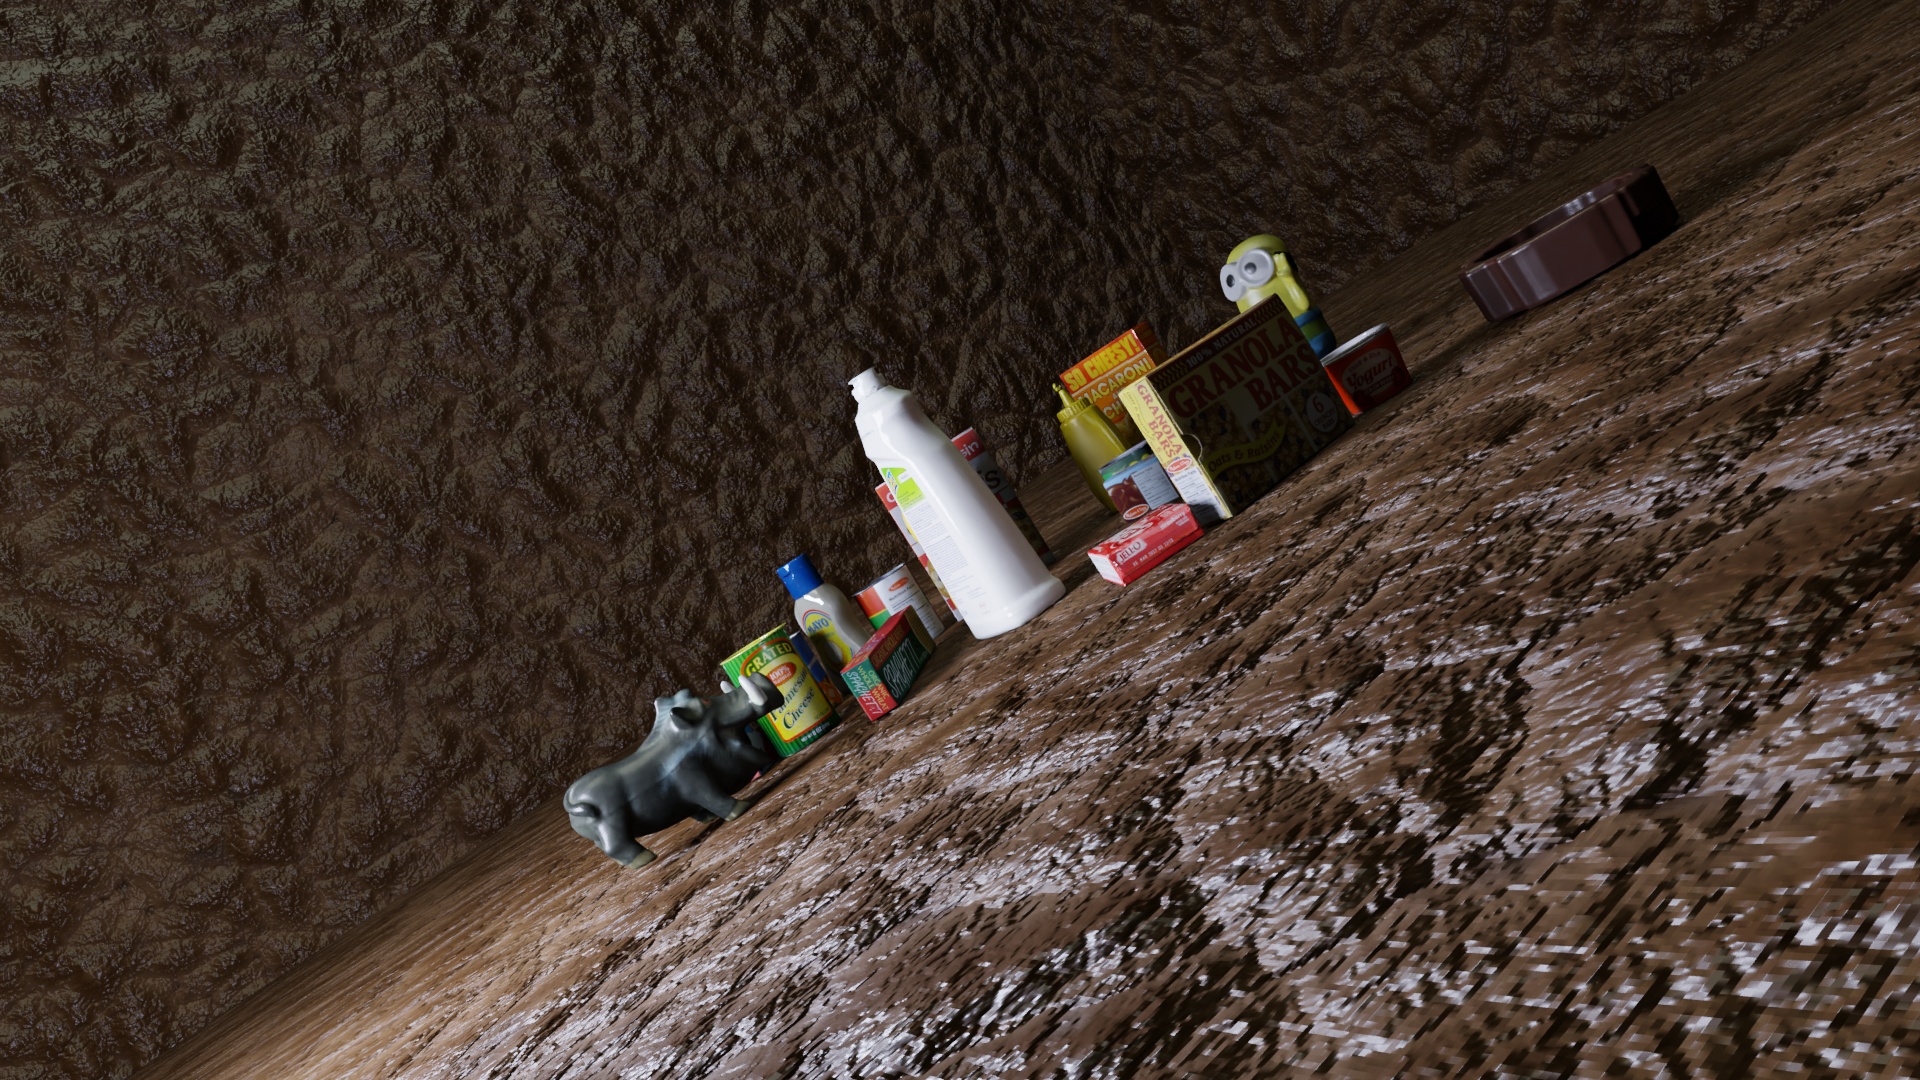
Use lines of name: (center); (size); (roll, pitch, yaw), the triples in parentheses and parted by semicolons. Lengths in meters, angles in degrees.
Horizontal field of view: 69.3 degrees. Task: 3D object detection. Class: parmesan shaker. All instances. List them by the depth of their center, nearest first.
parmesan shaker: (-0.160, 0.136, 1.261); (0.071, 0.103, 0.071); (-32, 3, 2)

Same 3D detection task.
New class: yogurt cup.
yogurt cup: (0.338, -0.141, 1.155); (0.072, 0.054, 0.072); (-32, 3, 2)

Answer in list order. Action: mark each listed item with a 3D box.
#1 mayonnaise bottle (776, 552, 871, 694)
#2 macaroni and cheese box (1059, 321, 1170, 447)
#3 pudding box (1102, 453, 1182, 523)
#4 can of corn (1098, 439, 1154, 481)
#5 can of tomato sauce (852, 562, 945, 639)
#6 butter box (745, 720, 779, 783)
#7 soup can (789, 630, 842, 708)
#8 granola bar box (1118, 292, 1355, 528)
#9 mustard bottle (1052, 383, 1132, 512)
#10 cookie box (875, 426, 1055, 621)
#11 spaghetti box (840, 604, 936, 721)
mayonnaise bottle: (-0.137, 0.084, 1.440); (0.064, 0.148, 0.041); (-30, 3, 37)
macaroni and cheese box: (0.211, -0.157, 1.643); (0.123, 0.166, 0.040); (-30, 3, 41)
pudding box: (0.185, -0.055, 1.360); (0.030, 0.049, 0.083); (-34, 4, -42)
can of corn: (0.188, -0.067, 1.444); (0.071, 0.058, 0.071); (-32, 3, 2)
can of tomato sauce: (-0.065, 0.076, 1.467); (0.071, 0.083, 0.071); (-32, 3, 2)
butter box: (-0.189, 0.183, 1.270); (0.024, 0.053, 0.104); (-32, 3, 13)
soup can: (-0.169, 0.145, 1.398); (0.071, 0.083, 0.071); (-32, 3, 2)
granola bar box: (0.218, -0.103, 1.078); (0.166, 0.124, 0.039); (-34, 3, -31)
mustard bottle: (0.152, -0.111, 1.559); (0.065, 0.160, 0.049); (-31, 3, 19)
cookie box: (0.005, -0.018, 1.475); (0.123, 0.167, 0.040); (-32, 2, 3)
spaghetti box: (-0.061, 0.106, 1.246); (0.028, 0.050, 0.250); (-32, 3, 9)
